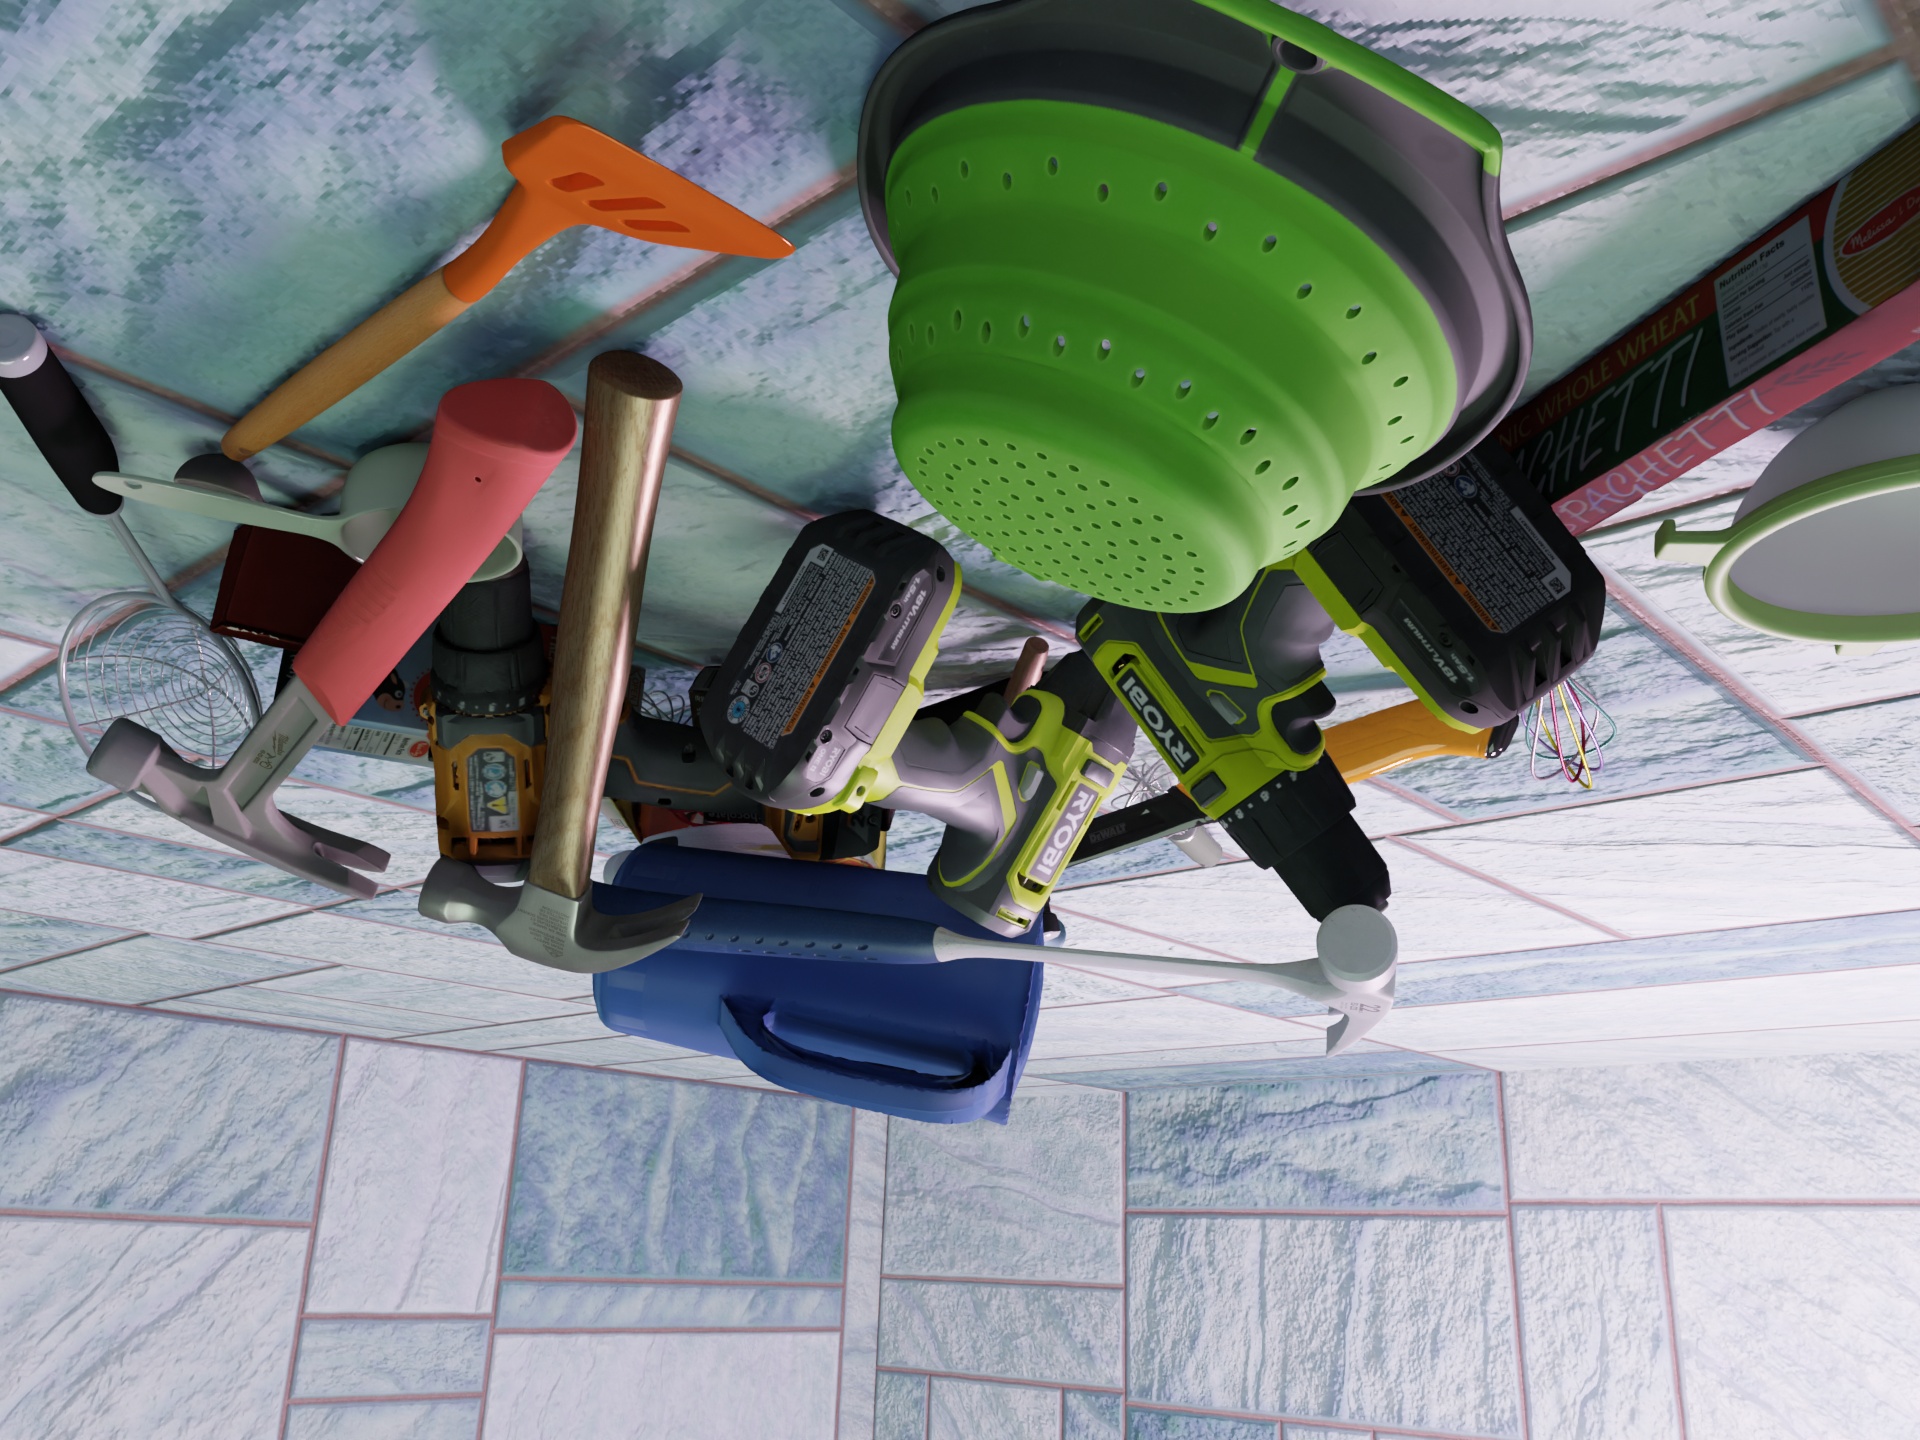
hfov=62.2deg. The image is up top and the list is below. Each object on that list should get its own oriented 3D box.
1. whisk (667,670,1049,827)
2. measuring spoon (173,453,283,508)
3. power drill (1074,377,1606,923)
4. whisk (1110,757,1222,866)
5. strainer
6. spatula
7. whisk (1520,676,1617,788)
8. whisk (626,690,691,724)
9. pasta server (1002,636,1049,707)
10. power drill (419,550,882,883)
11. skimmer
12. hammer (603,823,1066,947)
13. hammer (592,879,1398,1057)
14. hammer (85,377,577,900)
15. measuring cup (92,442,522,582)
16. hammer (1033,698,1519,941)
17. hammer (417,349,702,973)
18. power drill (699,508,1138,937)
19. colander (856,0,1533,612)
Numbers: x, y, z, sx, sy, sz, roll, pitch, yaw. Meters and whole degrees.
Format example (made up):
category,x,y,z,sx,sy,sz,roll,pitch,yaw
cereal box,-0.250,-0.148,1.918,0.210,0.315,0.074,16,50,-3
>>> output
category,x,y,z,sx,sy,sz,roll,pitch,yaw
whisk,-0.063,0.015,0.959,0.296,0.073,0.073,-15,156,26
measuring spoon,-0.296,-0.097,0.722,0.034,0.018,0.124,7,173,30
power drill,0.153,-0.017,0.661,0.080,0.190,0.228,-31,170,-27
whisk,0.154,0.072,1.122,0.058,0.059,0.246,34,178,24
strainer,0.387,-0.099,0.551,0.151,0.069,0.256,17,155,-32
spatula,-0.186,-0.135,0.550,0.322,0.041,0.081,-15,156,42
whisk,0.318,-0.017,0.843,0.051,0.047,0.244,-5,157,23
whisk,-0.246,0.027,1.018,0.070,0.070,0.284,16,162,-34
pasta server,0.012,0.071,0.953,0.040,0.060,0.316,22,133,4
power drill,-0.152,-0.009,0.796,0.226,0.084,0.185,-1,122,-12
skimmer,-0.400,-0.054,0.733,0.127,0.090,0.363,35,156,2
hammer,-0.062,0.119,1.062,0.330,0.033,0.128,18,154,-37
hammer,0.002,0.113,0.774,0.405,0.035,0.144,3,156,16
hammer,-0.255,-0.026,0.689,0.149,0.037,0.359,31,136,-26
measuring cup,-0.268,-0.097,0.667,0.167,0.038,0.083,9,159,-23
hammer,0.162,0.035,0.956,0.337,0.127,0.034,-20,165,26
hammer,-0.160,-0.007,0.688,0.130,0.031,0.331,20,129,0
power drill,-0.001,-0.002,0.762,0.080,0.171,0.223,29,179,42
colander,0.037,-0.080,0.534,0.204,0.094,0.397,26,167,-1
